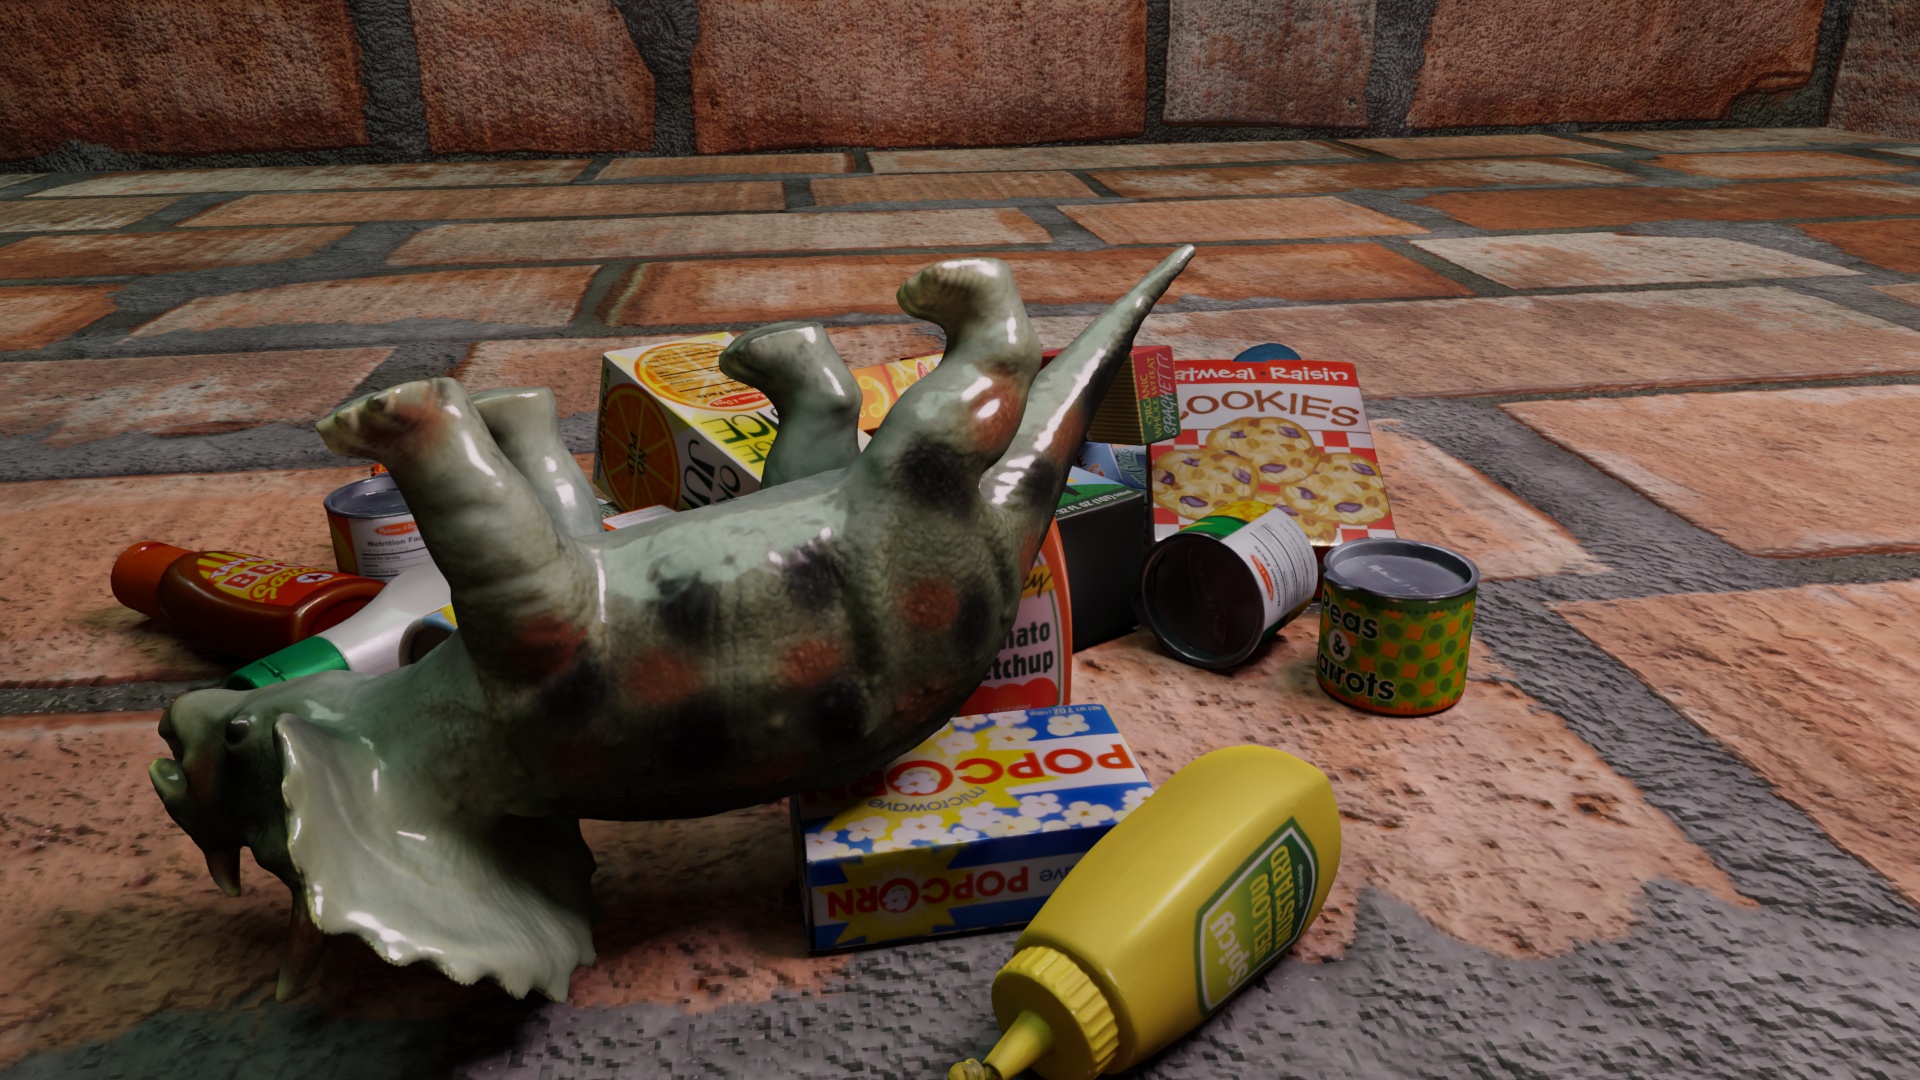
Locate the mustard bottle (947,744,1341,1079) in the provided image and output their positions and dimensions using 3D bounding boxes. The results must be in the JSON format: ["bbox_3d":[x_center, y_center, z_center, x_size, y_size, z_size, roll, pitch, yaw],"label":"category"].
[{"bbox_3d":[0.057,0.121,0.422,0.049,0.065,0.161,13,31,43],"label":"mustard bottle"}]

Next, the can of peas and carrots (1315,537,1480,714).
[{"bbox_3d":[0.192,0.038,0.620,0.071,0.058,0.071,-1,22,1],"label":"can of peas and carrots"}]

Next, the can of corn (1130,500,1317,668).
[{"bbox_3d":[0.125,0.020,0.660,0.071,0.071,0.058,16,27,35],"label":"can of corn"}]

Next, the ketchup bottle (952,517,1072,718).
[{"bbox_3d":[0.015,0.008,0.581,0.065,0.148,0.043,-6,21,-13],"label":"ketchup bottle"}]

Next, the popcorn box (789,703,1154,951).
[{"bbox_3d":[0.004,0.100,0.501,0.127,0.038,0.085,-5,23,-10],"label":"popcorn box"}]

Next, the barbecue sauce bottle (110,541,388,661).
[{"bbox_3d":[-0.349,0.030,0.675,0.148,0.043,0.065,10,16,25],"label":"barbecue sauce bottle"}]

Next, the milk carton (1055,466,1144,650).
[{"bbox_3d":[0.003,-0.009,0.721,0.072,0.073,0.191,-16,27,-34],"label":"milk carton"}]

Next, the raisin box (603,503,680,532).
[{"bbox_3d":[-0.103,0.043,0.581,0.040,0.085,0.123,-15,26,-42],"label":"raisin box"}]

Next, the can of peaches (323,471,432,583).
[{"bbox_3d":[-0.292,0.001,0.726,0.071,0.057,0.071,-1,22,1],"label":"can of peaches"}]

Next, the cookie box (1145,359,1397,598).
[{"bbox_3d":[0.165,-0.040,0.769,0.123,0.040,0.168,2,41,5],"label":"cookie box"}]

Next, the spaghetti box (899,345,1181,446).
[{"bbox_3d":[0.037,-0.088,0.821,0.029,0.050,0.250,-15,14,-30],"label":"spaghetti box"}]

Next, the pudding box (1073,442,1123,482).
[{"bbox_3d":[0.049,-0.040,0.817,0.084,0.030,0.050,-23,23,1],"label":"pudding box"}]

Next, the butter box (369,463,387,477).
[{"bbox_3d":[-0.277,-0.024,0.792,0.104,0.053,0.024,-9,22,-20],"label":"butter box"}]

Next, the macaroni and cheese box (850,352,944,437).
[{"bbox_3d":[-0.061,-0.058,0.800,0.167,0.040,0.123,-14,-15,-30],"label":"macaroni and cheese box"}]

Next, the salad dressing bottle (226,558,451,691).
[{"bbox_3d":[-0.255,0.046,0.634,0.064,0.043,0.148,29,34,22],"label":"salad dressing bottle"}]

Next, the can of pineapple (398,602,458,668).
[{"bbox_3d":[-0.192,0.053,0.588,0.071,0.070,0.058,12,26,29],"label":"can of pineapple"}]

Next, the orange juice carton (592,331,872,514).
[{"bbox_3d":[-0.082,-0.018,0.624,0.073,0.071,0.193,-19,44,-41],"label":"orange juice carton"}]

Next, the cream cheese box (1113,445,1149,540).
[{"bbox_3d":[0.107,-0.031,0.834,0.053,0.024,0.104,-6,23,-9],"label":"cream cheese box"}]

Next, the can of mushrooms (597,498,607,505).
[{"bbox_3d":[-0.220,0.002,0.753,0.071,0.033,0.071,0,22,0],"label":"can of mushrooms"}]
